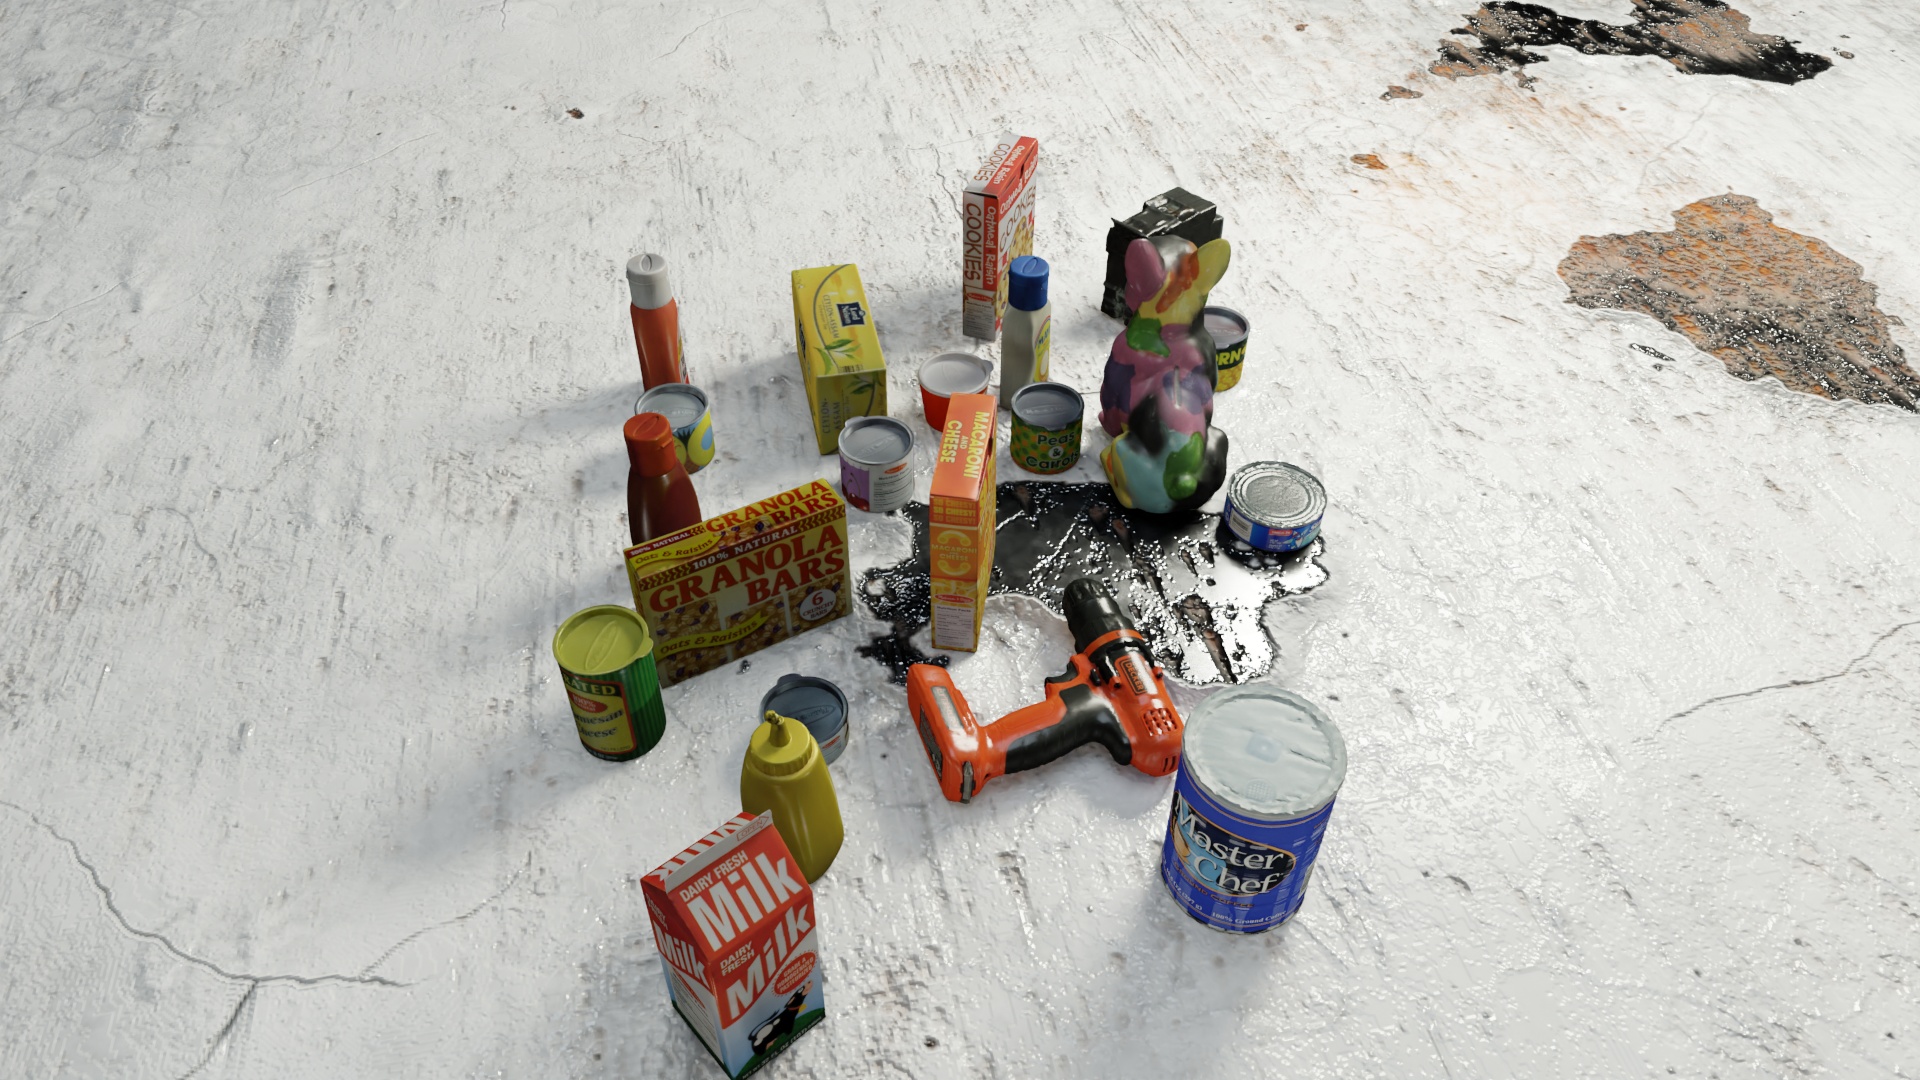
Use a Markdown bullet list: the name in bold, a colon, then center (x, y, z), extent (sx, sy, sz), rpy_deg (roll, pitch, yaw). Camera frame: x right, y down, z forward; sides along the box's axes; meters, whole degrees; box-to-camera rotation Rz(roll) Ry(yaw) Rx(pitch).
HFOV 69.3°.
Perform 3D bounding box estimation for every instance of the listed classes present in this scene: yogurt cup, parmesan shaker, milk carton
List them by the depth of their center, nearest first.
- **milk carton**: center (-0.133, 0.232, 0.819), extent (0.072, 0.189, 0.073), rpy_deg (-32, 52, -29)
- **parmesan shaker**: center (-0.251, 0.106, 1.011), extent (0.071, 0.102, 0.072), rpy_deg (0, 44, 0)
- **yogurt cup**: center (-0.006, -0.137, 1.300), extent (0.072, 0.053, 0.073), rpy_deg (0, 44, 0)

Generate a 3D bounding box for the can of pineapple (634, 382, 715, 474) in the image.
- **can of pineapple**: center (-0.258, -0.099, 1.255), extent (0.071, 0.057, 0.071), rpy_deg (0, 44, 0)

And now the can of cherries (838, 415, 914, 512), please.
- **can of cherries**: center (-0.074, -0.069, 1.225), extent (0.071, 0.058, 0.072), rpy_deg (0, 44, 0)

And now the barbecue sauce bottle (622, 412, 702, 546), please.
- **barbecue sauce bottle**: center (-0.243, -0.036, 1.125), extent (0.044, 0.147, 0.065), rpy_deg (23, 48, 21)

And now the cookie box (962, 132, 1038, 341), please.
- **cookie box**: center (0.040, -0.304, 1.392), extent (0.040, 0.166, 0.123), rpy_deg (14, 46, 14)

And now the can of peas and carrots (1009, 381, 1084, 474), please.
- **can of peas and carrots**: center (0.079, -0.100, 1.260), extent (0.071, 0.058, 0.071), rpy_deg (0, 44, 0)

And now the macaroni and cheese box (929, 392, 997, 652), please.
- **macaroni and cheese box**: center (0.004, -0.014, 1.092), extent (0.040, 0.165, 0.124), rpy_deg (5, 44, 5)

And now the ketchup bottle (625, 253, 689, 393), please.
- **ketchup bottle**: center (-0.281, -0.194, 1.289), extent (0.043, 0.148, 0.065), rpy_deg (-8, 45, -8)

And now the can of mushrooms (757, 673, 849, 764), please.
- **can of mushrooms**: center (-0.116, 0.134, 1.032), extent (0.071, 0.033, 0.071), rpy_deg (0, 44, 0)

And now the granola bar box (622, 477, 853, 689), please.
- **granola bar box**: center (-0.168, 0.032, 1.073), extent (0.166, 0.123, 0.039), rpy_deg (-22, 48, -21)

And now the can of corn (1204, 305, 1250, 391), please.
- **can of corn**: center (0.244, -0.185, 1.349), extent (0.071, 0.058, 0.071), rpy_deg (0, 44, 0)

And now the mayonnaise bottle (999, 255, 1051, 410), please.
- **mayonnaise bottle**: center (0.062, -0.193, 1.291), extent (0.041, 0.147, 0.065), rpy_deg (17, 46, 17)

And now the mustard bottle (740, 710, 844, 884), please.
- **mustard bottle**: center (-0.113, 0.162, 0.913), extent (0.065, 0.159, 0.049), rpy_deg (24, 49, 22)
